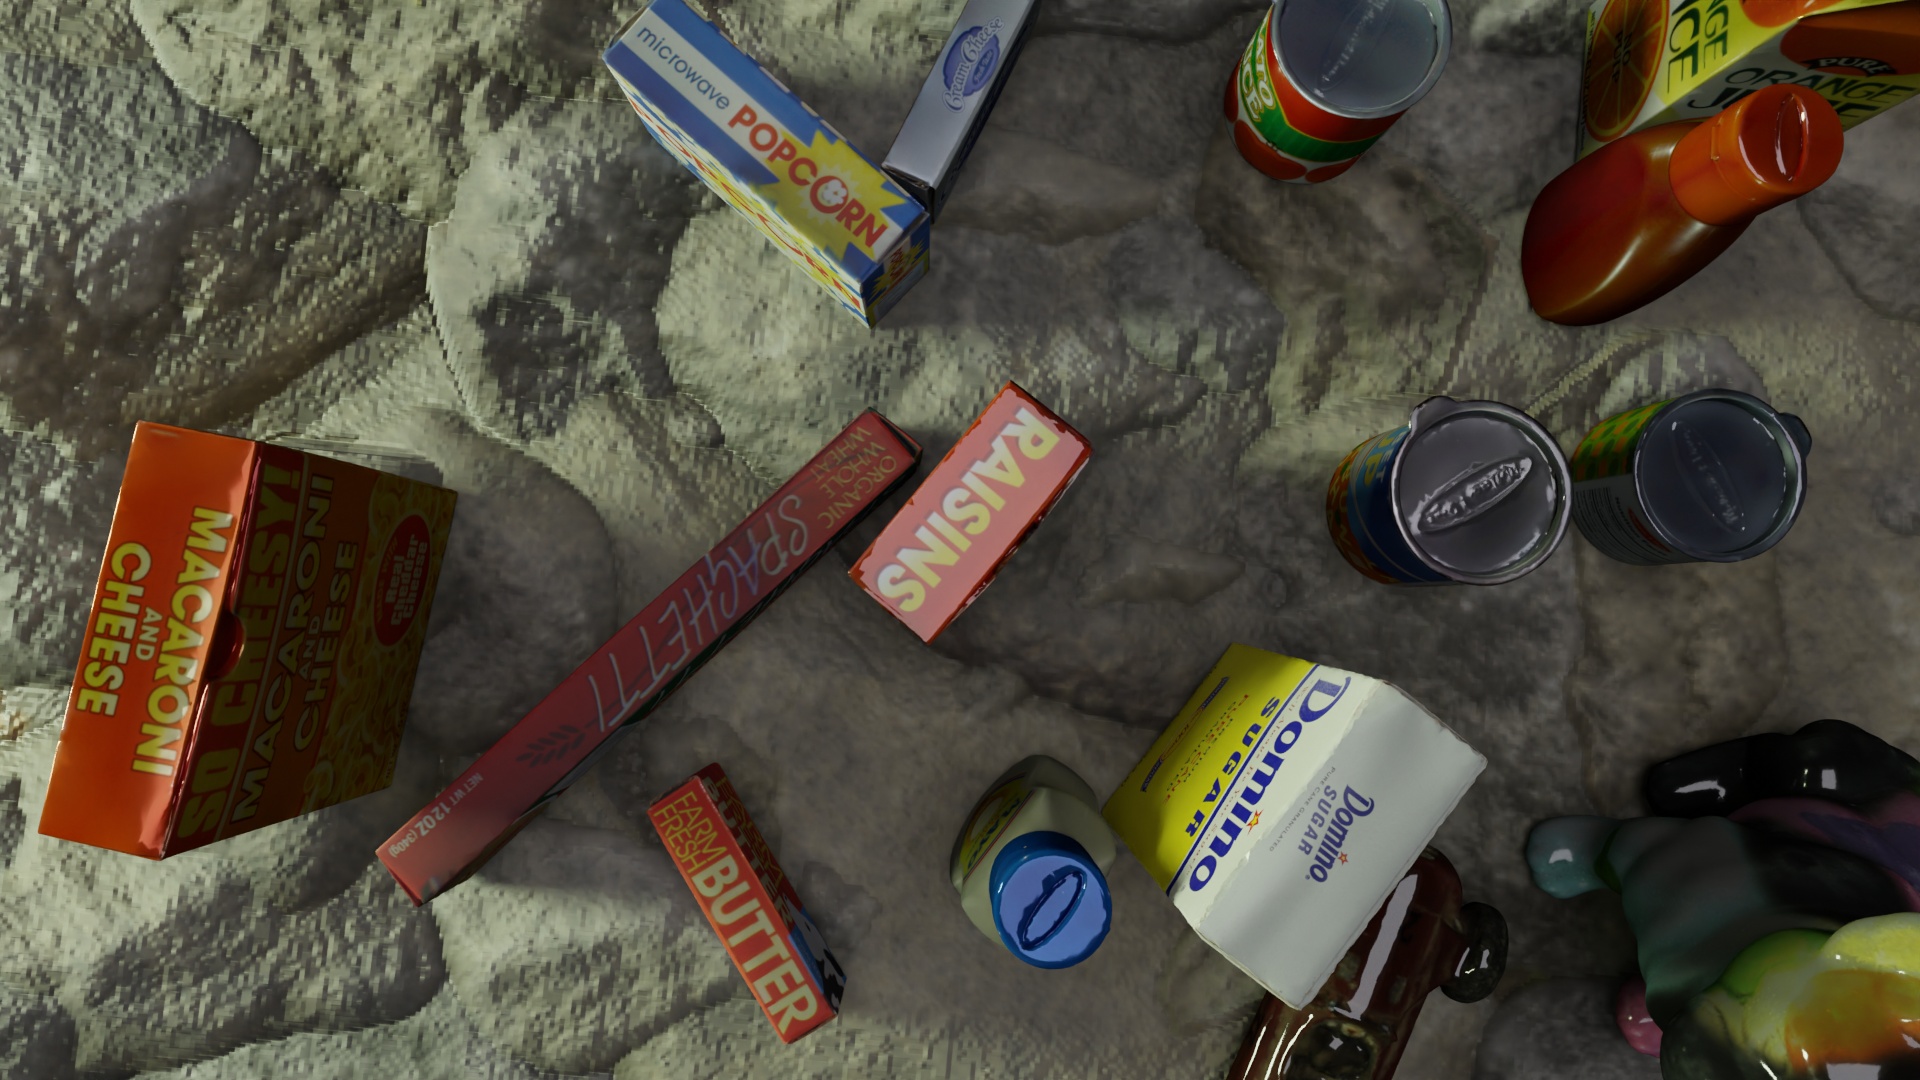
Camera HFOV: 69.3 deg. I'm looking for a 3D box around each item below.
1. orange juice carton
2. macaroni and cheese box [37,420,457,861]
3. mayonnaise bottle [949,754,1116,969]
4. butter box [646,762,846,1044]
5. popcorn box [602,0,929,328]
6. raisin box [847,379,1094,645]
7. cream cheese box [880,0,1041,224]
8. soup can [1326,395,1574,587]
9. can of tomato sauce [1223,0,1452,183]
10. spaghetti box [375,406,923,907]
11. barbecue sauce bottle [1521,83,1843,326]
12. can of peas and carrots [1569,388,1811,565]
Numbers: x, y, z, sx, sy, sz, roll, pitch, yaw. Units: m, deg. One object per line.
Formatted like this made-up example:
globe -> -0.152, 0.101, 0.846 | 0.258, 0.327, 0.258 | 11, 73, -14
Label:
orange juice carton -> 0.299, -0.191, 0.492 | 0.073, 0.192, 0.072 | 6, 87, -1
macaroni and cheese box -> -0.230, 0.031, 0.475 | 0.040, 0.166, 0.123 | 11, 87, -1
mayonnaise bottle -> 0.026, 0.113, 0.487 | 0.041, 0.148, 0.065 | 38, 87, 0
butter box -> -0.081, 0.136, 0.530 | 0.024, 0.053, 0.103 | -31, 88, -3
popcorn box -> -0.070, -0.142, 0.531 | 0.127, 0.085, 0.038 | 41, 87, 1
raisin box -> 0.002, -0.006, 0.506 | 0.040, 0.123, 0.086 | 41, 87, 1
cream cheese box -> 0.002, -0.180, 0.551 | 0.024, 0.053, 0.104 | 27, 86, 0
soup can -> 0.182, -0.017, 0.532 | 0.071, 0.083, 0.071 | 0, 87, -2
can of tomato sauce -> 0.142, -0.183, 0.541 | 0.071, 0.083, 0.071 | 0, 87, -2
spaghetti box -> -0.114, 0.042, 0.536 | 0.250, 0.050, 0.028 | -43, 89, -4
barbecue sauce bottle -> 0.257, -0.123, 0.508 | 0.044, 0.148, 0.065 | 4, 87, -1
can of peas and carrots -> 0.286, -0.025, 0.548 | 0.071, 0.058, 0.071 | 0, 87, -2
